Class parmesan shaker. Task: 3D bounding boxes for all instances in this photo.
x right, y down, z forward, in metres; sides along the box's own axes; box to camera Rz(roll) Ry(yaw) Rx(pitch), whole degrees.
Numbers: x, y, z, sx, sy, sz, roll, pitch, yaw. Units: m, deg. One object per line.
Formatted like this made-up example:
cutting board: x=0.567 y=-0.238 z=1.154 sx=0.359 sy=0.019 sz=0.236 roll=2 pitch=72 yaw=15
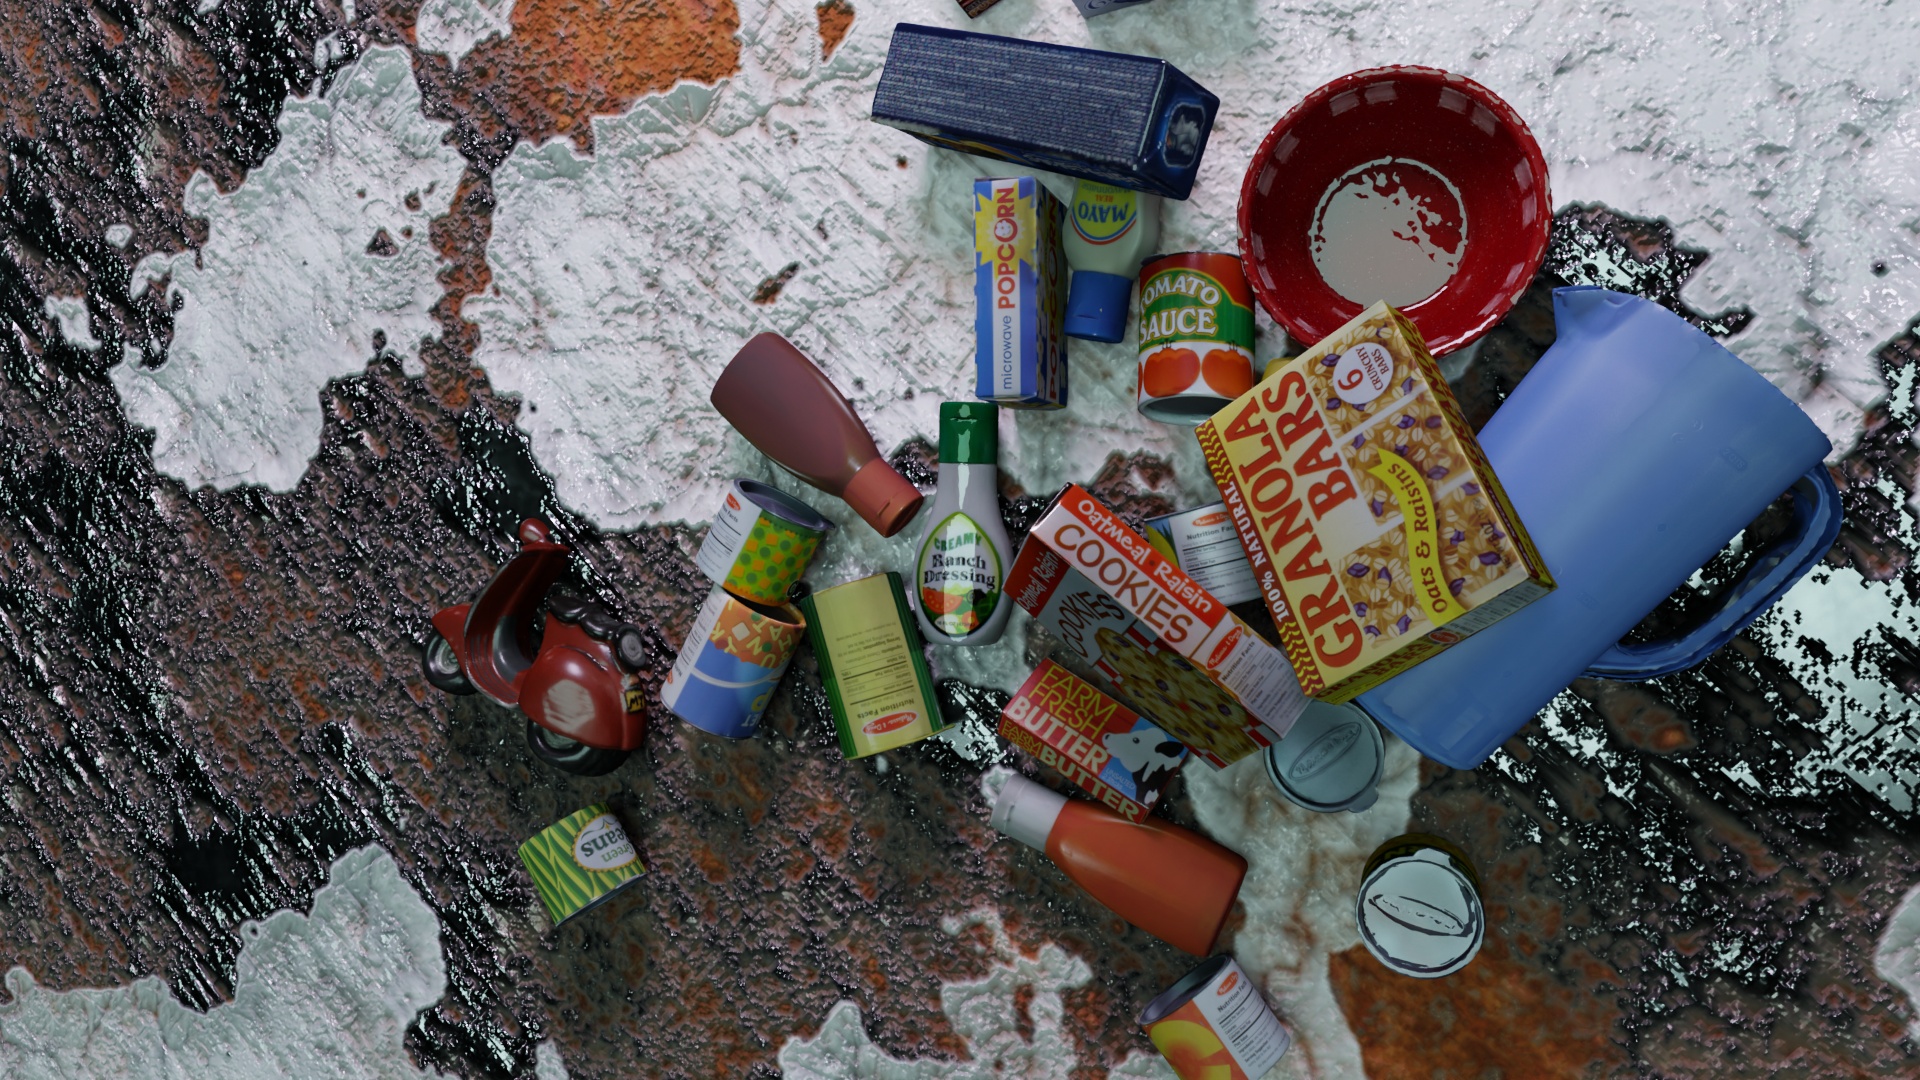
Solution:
parmesan shaker: x=-0.051 y=0.076 z=0.859 sx=0.071 sy=0.071 sz=0.103 roll=-18 pitch=85 yaw=18

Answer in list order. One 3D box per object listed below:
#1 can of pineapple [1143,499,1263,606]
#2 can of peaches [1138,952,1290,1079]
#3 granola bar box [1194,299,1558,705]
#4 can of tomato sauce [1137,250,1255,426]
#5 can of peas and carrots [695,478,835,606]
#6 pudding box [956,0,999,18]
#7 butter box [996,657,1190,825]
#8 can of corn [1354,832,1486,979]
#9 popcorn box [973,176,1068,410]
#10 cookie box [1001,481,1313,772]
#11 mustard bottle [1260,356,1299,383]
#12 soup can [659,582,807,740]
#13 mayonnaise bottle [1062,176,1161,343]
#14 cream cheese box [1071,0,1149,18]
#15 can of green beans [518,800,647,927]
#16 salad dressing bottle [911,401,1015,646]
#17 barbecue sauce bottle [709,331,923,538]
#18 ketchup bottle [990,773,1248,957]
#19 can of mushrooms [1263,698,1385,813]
can of pineapple: x=0.143 y=0.008 z=0.793 sx=0.071 sy=0.071 sz=0.058 roll=-14 pitch=89 yaw=18
can of peaches: x=0.145 y=0.282 z=0.798 sx=0.071 sy=0.071 sz=0.058 roll=-39 pitch=80 yaw=15
granola bar box: x=0.202 y=-0.018 z=0.698 sx=0.123 sy=0.039 sz=0.166 roll=-36 pitch=55 yaw=30
can of tomato sauce: x=0.132 y=-0.113 z=0.782 sx=0.071 sy=0.071 sz=0.083 roll=-1 pitch=79 yaw=18
can of peas and carrots: x=-0.124 y=0.002 z=0.881 sx=0.071 sy=0.071 sz=0.058 roll=31 pitch=101 yaw=15
pudding box: x=0.006 y=-0.371 z=0.848 sx=0.049 sy=0.030 sz=0.084 roll=-27 pitch=83 yaw=16
butter box: x=0.078 y=0.118 z=0.822 sx=0.103 sy=0.053 sz=0.024 roll=31 pitch=144 yaw=15
can of corn: x=0.253 y=0.197 z=0.763 sx=0.071 sy=0.058 sz=0.071 roll=0 pitch=91 yaw=18
popcorn box: x=0.036 y=-0.141 z=0.814 sx=0.038 sy=0.085 sz=0.126 roll=0 pitch=91 yaw=17
cookie box: x=0.104 y=0.051 z=0.767 sx=0.167 sy=0.122 sz=0.040 roll=40 pitch=73 yaw=7
mustard bottle: x=0.202 y=-0.024 z=0.780 sx=0.065 sy=0.049 sz=0.160 roll=-3 pitch=90 yaw=24
soup can: x=-0.142 y=0.076 z=0.888 sx=0.071 sy=0.071 sz=0.083 roll=30 pitch=100 yaw=15
mayonnaise bottle: x=0.090 y=-0.192 z=0.818 sx=0.065 sy=0.041 sz=0.148 roll=11 pitch=94 yaw=25
cream cheese box: x=0.113 y=-0.333 z=0.802 sx=0.104 sy=0.053 sz=0.024 roll=-8 pitch=91 yaw=18
can of green beans: x=-0.252 y=0.215 z=0.925 sx=0.071 sy=0.071 sz=0.058 roll=-33 pitch=81 yaw=16
salad dressing bottle: x=0.003 y=-0.011 z=0.849 sx=0.064 sy=0.044 sz=0.147 roll=2 pitch=92 yaw=12
barbecue sauce bottle: x=-0.088 y=-0.063 z=0.878 sx=0.149 sy=0.044 sz=0.064 roll=43 pitch=103 yaw=12
ketchup bottle: x=0.091 y=0.186 z=0.824 sx=0.149 sy=0.043 sz=0.064 roll=24 pitch=98 yaw=16
can of mushrooms: x=0.209 y=0.121 z=0.790 sx=0.071 sy=0.033 sz=0.071 roll=0 pitch=91 yaw=18
